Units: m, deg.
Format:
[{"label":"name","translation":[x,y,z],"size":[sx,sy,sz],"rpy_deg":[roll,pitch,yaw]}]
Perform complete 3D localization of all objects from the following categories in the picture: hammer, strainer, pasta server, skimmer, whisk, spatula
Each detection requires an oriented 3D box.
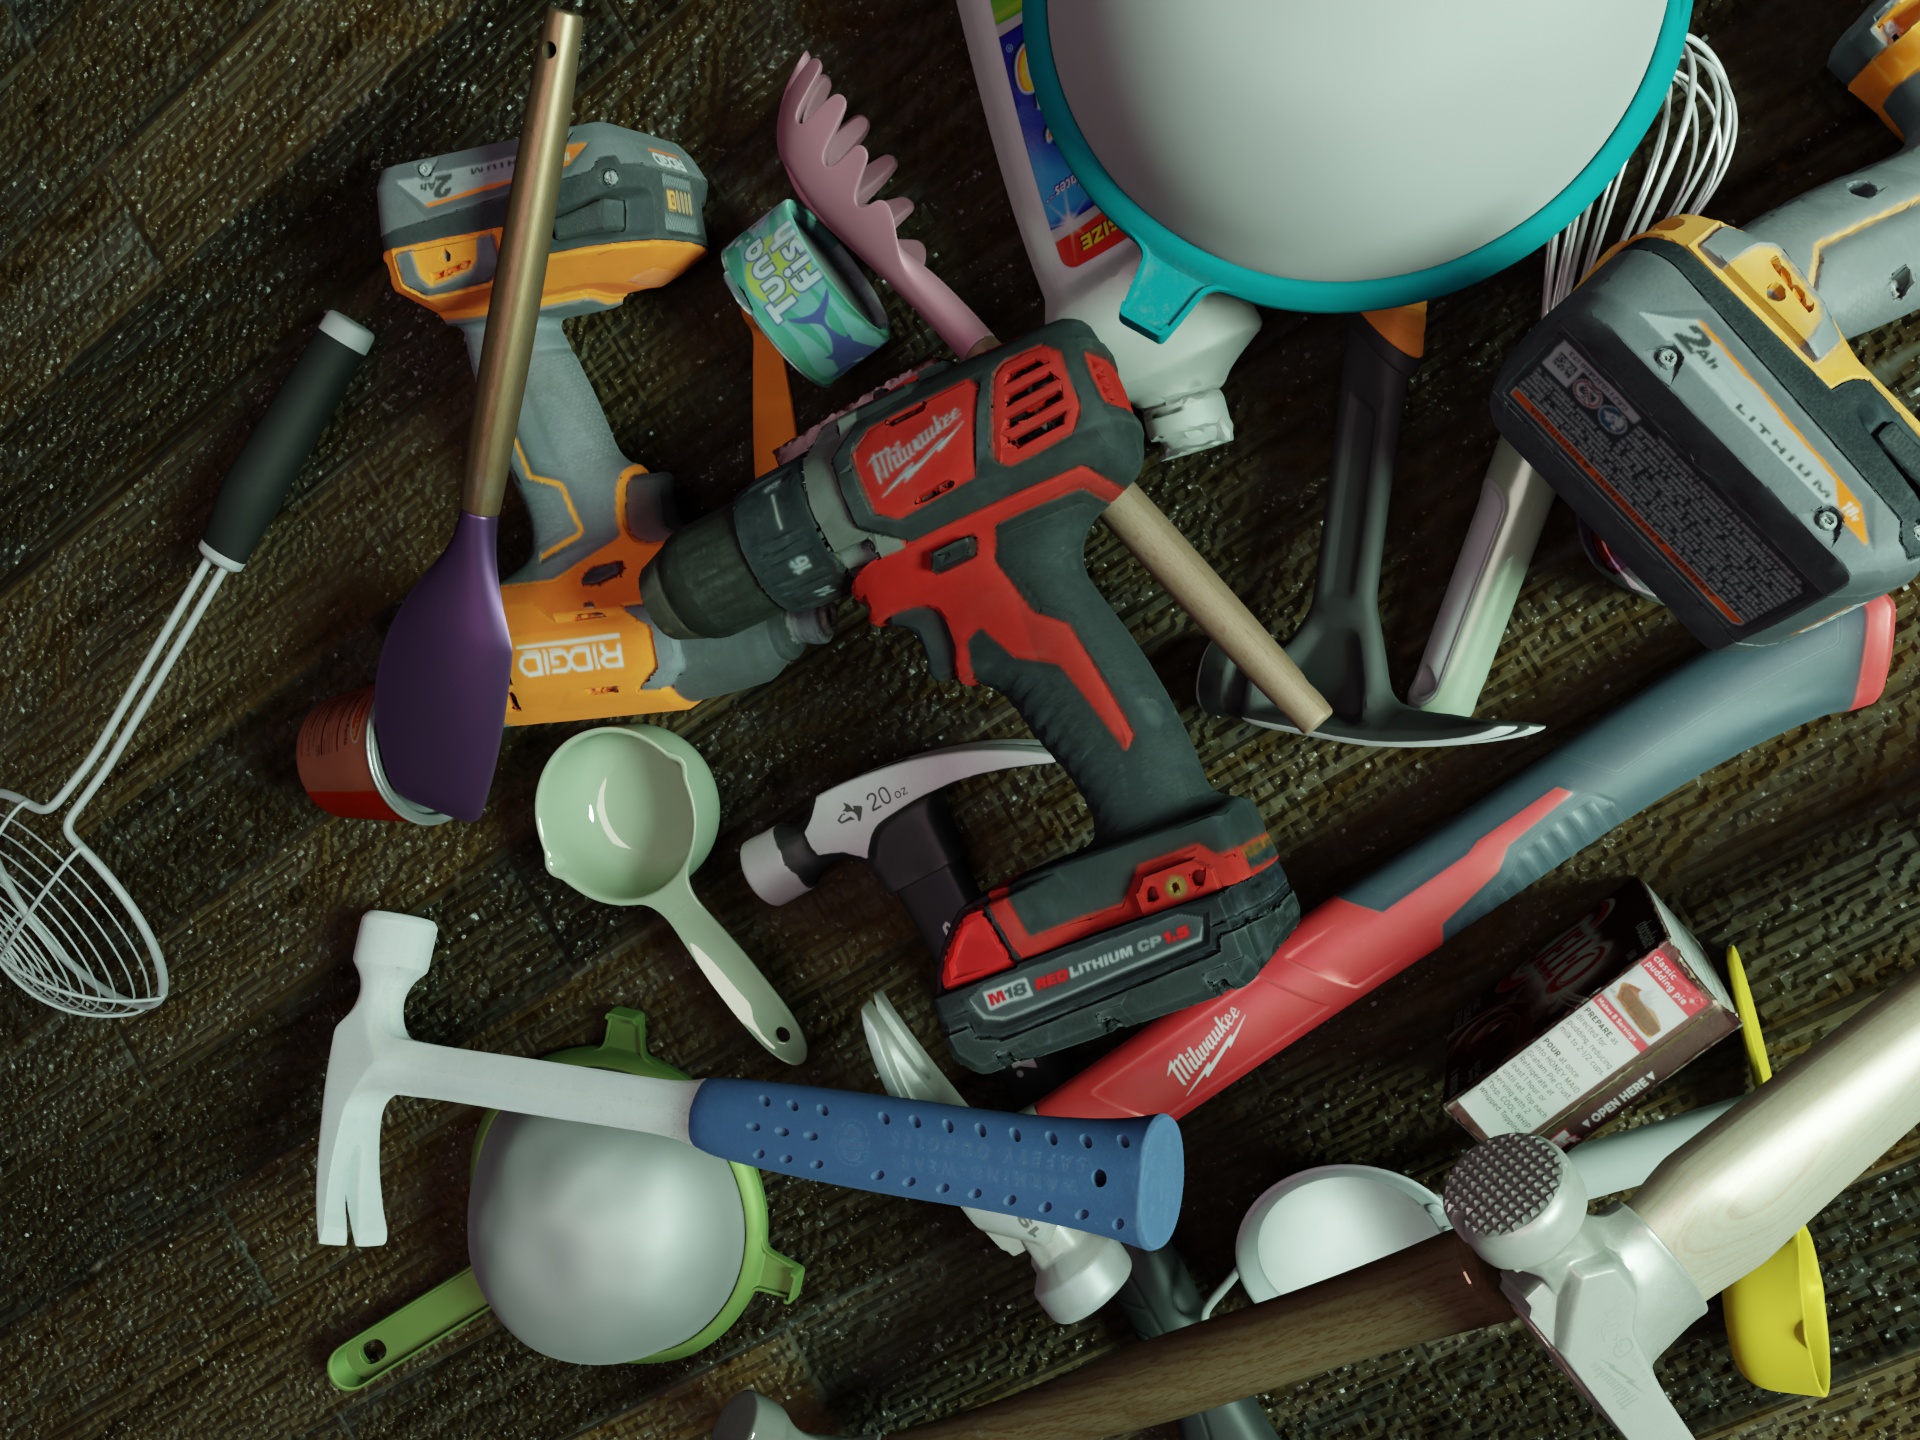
[{"label":"hammer","translation":[0.057,0.254,0.594],"size":[0.130,0.031,0.331],"rpy_deg":[39,126,-24]},{"label":"hammer","translation":[0.156,-0.159,0.550],"size":[0.127,0.034,0.337],"rpy_deg":[11,98,46]},{"label":"strainer","translation":[-0.208,0.253,0.715],"size":[0.256,0.069,0.151],"rpy_deg":[-34,87,17]},{"label":"pasta server","translation":[0.030,-0.122,0.580],"size":[0.040,0.060,0.316],"rpy_deg":[-42,77,10]},{"label":"skimmer","translation":[-0.358,-0.022,0.747],"size":[0.127,0.090,0.363],"rpy_deg":[33,95,13]},{"label":"hammer","translation":[0.146,0.059,0.574],"size":[0.386,0.038,0.143],"rpy_deg":[-37,88,12]},{"label":"whisk","translation":[0.205,-0.111,0.555],"size":[0.059,0.058,0.246],"rpy_deg":[11,107,-15]},{"label":"spatula","translation":[-0.181,-0.105,0.605],"size":[0.060,0.018,0.315],"rpy_deg":[21,111,9]},{"label":"strainer","translation":[0.180,-0.251,0.461],"size":[0.340,0.095,0.211],"rpy_deg":[-13,89,10]},{"label":"hammer","translation":[0.048,0.163,0.644],"size":[0.146,0.035,0.335],"rpy_deg":[-29,88,19]},{"label":"strainer","translation":[0.203,0.171,0.579],"size":[0.258,0.050,0.086],"rpy_deg":[-27,107,26]},{"label":"hammer","translation":[-0.108,0.157,0.614],"size":[0.405,0.035,0.144],"rpy_deg":[-1,74,32]},{"label":"hammer","translation":[0.337,0.063,0.475],"size":[0.410,0.038,0.146],"rpy_deg":[-39,109,-2]}]

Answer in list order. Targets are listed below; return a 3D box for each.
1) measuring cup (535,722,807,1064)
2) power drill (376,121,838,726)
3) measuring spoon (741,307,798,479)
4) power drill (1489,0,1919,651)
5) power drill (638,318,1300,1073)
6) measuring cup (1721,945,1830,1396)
[{"label":"measuring cup","translation":[-0.113,0.074,0.681],"size":[0.083,0.038,0.167],"rpy_deg":[-38,87,18]},{"label":"power drill","translation":[-0.139,-0.114,0.642],"size":[0.164,0.084,0.226],"rpy_deg":[-5,100,18]},{"label":"measuring spoon","translation":[-0.078,-0.121,0.656],"size":[0.021,0.011,0.117],"rpy_deg":[-2,97,17]},{"label":"power drill","translation":[0.296,-0.115,0.471],"size":[0.226,0.084,0.185],"rpy_deg":[-39,83,-14]},{"label":"power drill","translation":[-0.001,-0.002,0.544],"size":[0.188,0.080,0.227],"rpy_deg":[-23,85,19]},{"label":"measuring cup","translation":[0.281,0.160,0.570],"size":[0.029,0.062,0.156],"rpy_deg":[-13,82,32]}]
